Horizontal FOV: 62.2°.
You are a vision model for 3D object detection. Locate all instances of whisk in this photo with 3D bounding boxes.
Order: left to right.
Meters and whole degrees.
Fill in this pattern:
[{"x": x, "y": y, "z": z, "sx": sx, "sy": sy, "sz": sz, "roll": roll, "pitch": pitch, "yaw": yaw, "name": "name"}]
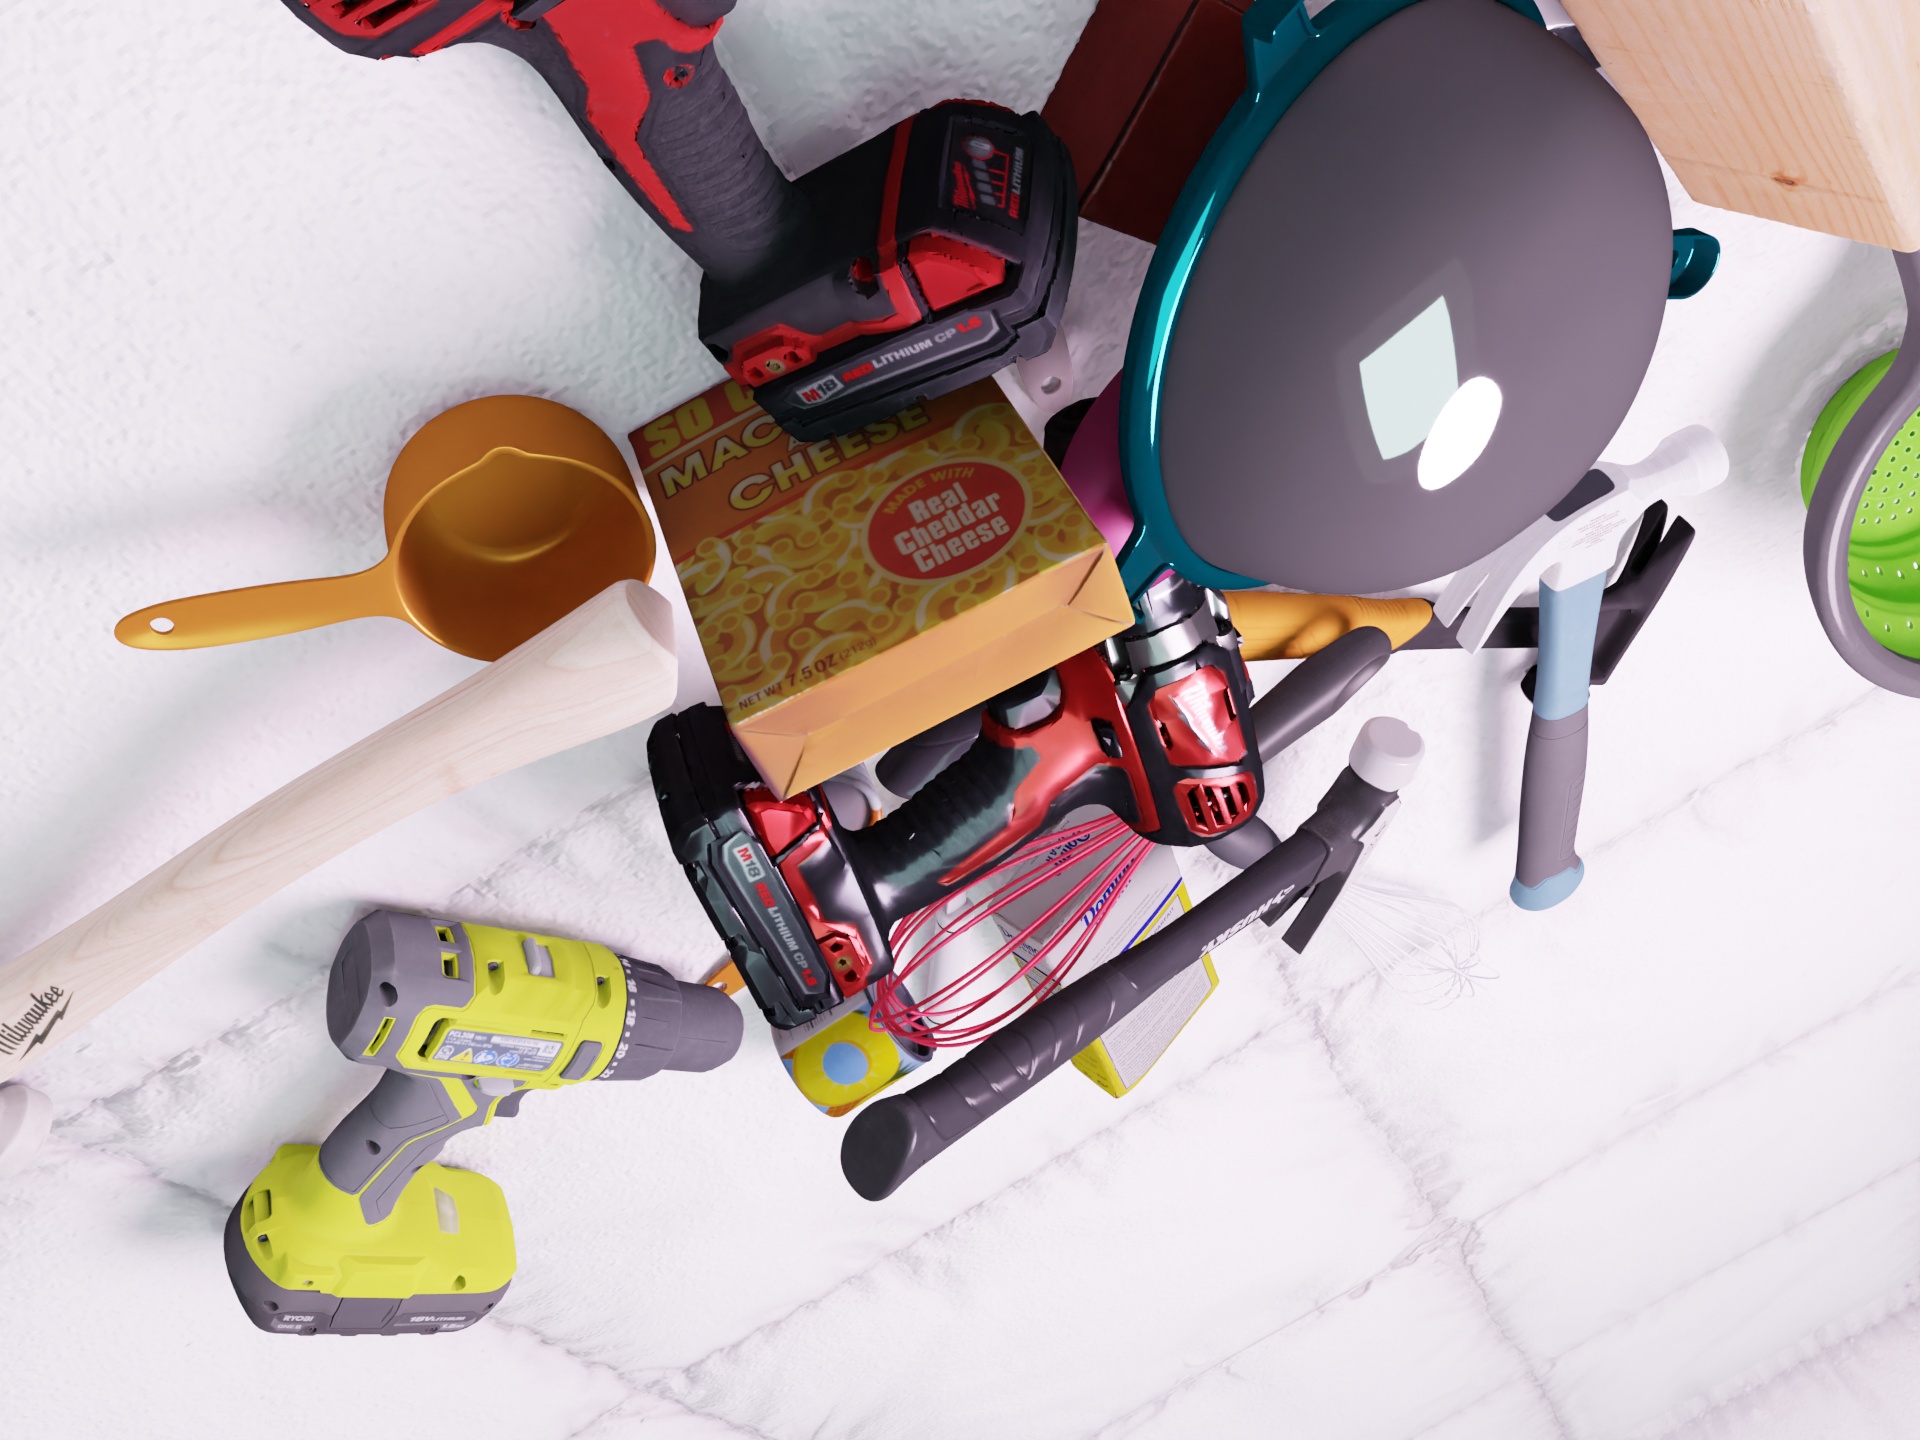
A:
[{"x": 0.078, "y": 0.051, "z": 0.721, "sx": 0.296, "sy": 0.073, "sz": 0.073, "roll": -37, "pitch": 138, "yaw": -3, "name": "whisk"}, {"x": 0.220, "y": 0.104, "z": 0.911, "sx": 0.284, "sy": 0.070, "sz": 0.070, "roll": 30, "pitch": 114, "yaw": -37, "name": "whisk"}]

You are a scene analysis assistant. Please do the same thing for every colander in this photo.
[{"x": 0.440, "y": -0.176, "z": 0.730, "sx": 0.204, "sy": 0.095, "sz": 0.396, "roll": -33, "pitch": 119, "yaw": 8, "name": "colander"}]

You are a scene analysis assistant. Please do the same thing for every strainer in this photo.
[{"x": -0.004, "y": 0.091, "z": 0.793, "sx": 0.087, "sy": 0.050, "sz": 0.258, "roll": -31, "pitch": 149, "yaw": -29, "name": "strainer"}, {"x": 0.203, "y": -0.133, "z": 0.540, "sx": 0.340, "sy": 0.095, "sz": 0.210, "roll": -17, "pitch": 132, "yaw": -38, "name": "strainer"}]

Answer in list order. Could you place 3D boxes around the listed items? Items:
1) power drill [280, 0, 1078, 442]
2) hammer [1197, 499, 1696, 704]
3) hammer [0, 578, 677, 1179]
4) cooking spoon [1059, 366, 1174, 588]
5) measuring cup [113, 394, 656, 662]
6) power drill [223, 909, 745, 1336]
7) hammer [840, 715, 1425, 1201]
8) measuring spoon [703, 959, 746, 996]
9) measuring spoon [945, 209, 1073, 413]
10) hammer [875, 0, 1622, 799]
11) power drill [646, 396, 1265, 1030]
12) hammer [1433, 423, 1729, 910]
[{"x": -0.065, "y": -0.180, "z": 0.436, "sx": 0.143, "sy": 0.079, "sz": 0.219, "roll": -15, "pitch": 145, "yaw": 33, "name": "power drill"}, {"x": 0.195, "y": -0.050, "z": 0.757, "sx": 0.336, "sy": 0.034, "sz": 0.127, "roll": -3, "pitch": 133, "yaw": -24, "name": "hammer"}, {"x": -0.279, "y": 0.056, "z": 0.579, "sx": 0.410, "sy": 0.038, "sz": 0.146, "roll": -29, "pitch": 138, "yaw": 16, "name": "hammer"}, {"x": 0.132, "y": -0.177, "z": 0.527, "sx": 0.068, "sy": 0.017, "sz": 0.319, "roll": 30, "pitch": 100, "yaw": -28, "name": "cooking spoon"}, {"x": -0.194, "y": -0.060, "z": 0.541, "sx": 0.173, "sy": 0.052, "sz": 0.095, "roll": -12, "pitch": 136, "yaw": -13, "name": "measuring cup"}, {"x": -0.227, "y": 0.191, "z": 0.754, "sx": 0.190, "sy": 0.080, "sz": 0.228, "roll": 17, "pitch": 120, "yaw": -37, "name": "power drill"}, {"x": 0.082, "y": 0.116, "z": 0.722, "sx": 0.335, "sy": 0.035, "sz": 0.146, "roll": -28, "pitch": 149, "yaw": -34, "name": "hammer"}, {"x": -0.091, "y": 0.106, "z": 0.789, "sx": 0.117, "sy": 0.011, "sz": 0.021, "roll": -40, "pitch": 136, "yaw": 20, "name": "measuring spoon"}, {"x": 0.021, "y": -0.158, "z": 0.582, "sx": 0.034, "sy": 0.018, "sz": 0.124, "roll": -24, "pitch": 145, "yaw": 2, "name": "measuring spoon"}, {"x": 0.089, "y": -0.124, "z": 0.610, "sx": 0.149, "sy": 0.036, "sz": 0.409, "roll": 20, "pitch": 116, "yaw": -37, "name": "hammer"}, {"x": -0.001, "y": -0.002, "z": 0.599, "sx": 0.226, "sy": 0.080, "sz": 0.187, "roll": -25, "pitch": 123, "yaw": -5, "name": "power drill"}, {"x": 0.308, "y": -0.001, "z": 0.813, "sx": 0.128, "sy": 0.033, "sz": 0.330, "roll": -24, "pitch": 139, "yaw": -3, "name": "hammer"}]
